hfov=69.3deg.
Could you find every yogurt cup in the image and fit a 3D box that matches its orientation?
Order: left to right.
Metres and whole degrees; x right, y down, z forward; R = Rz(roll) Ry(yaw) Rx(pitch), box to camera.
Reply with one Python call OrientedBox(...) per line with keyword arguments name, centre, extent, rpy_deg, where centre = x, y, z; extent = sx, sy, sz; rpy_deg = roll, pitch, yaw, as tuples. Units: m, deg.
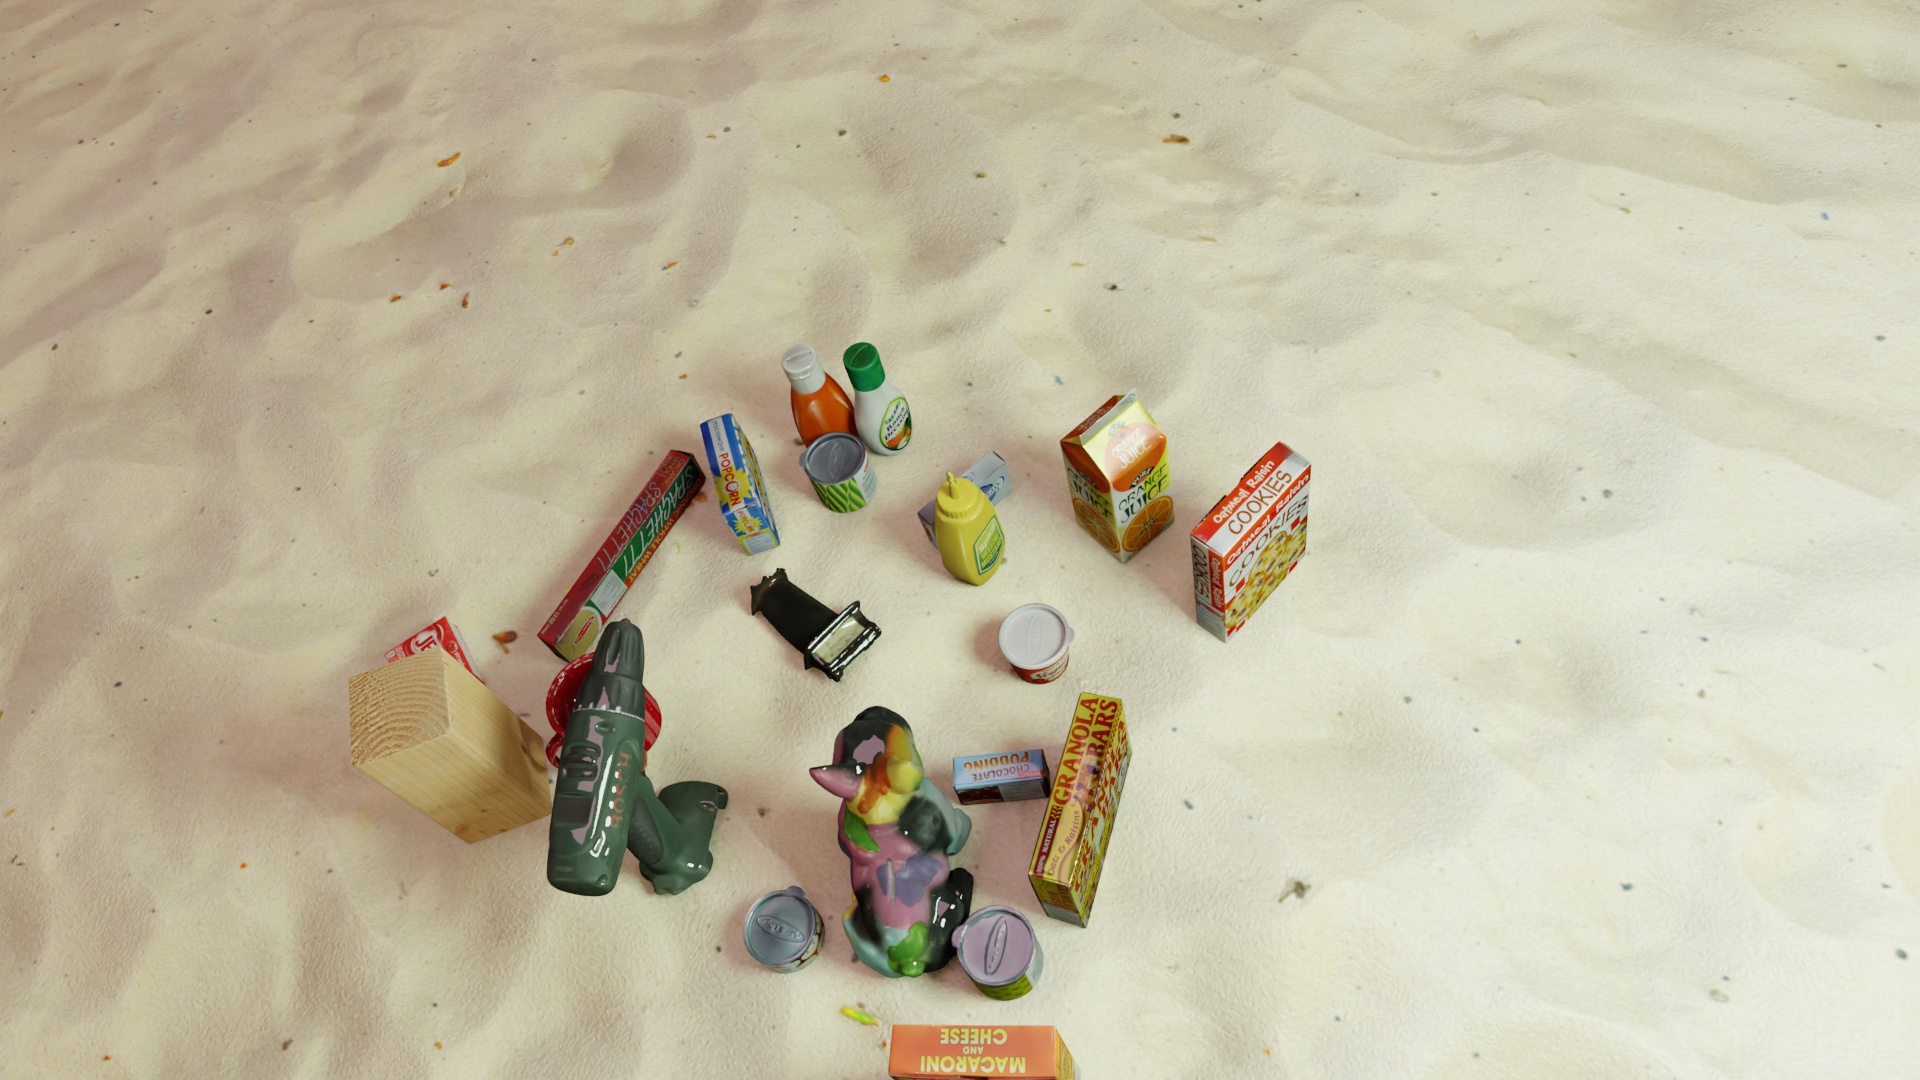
OrientedBox(name="yogurt cup", centre=(0.072, 0.100, 1.307), extent=(0.072, 0.053, 0.073), rpy_deg=(-5, 58, 9))

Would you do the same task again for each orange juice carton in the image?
OrientedBox(name="orange juice carton", centre=(0.148, -0.066, 1.311), extent=(0.072, 0.191, 0.073), rpy_deg=(-40, 60, -12))

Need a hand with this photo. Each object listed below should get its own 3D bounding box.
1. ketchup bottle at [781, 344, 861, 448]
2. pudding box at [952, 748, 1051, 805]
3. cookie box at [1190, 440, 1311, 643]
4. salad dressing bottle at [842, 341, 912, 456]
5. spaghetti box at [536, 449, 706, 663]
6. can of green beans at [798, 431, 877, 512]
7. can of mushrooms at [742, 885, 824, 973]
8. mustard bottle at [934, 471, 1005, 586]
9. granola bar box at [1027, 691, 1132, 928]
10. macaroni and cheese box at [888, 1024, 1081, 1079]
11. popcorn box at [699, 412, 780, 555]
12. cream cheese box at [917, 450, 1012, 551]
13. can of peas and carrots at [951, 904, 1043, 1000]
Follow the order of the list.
OrientedBox(name="ketchup bottle", centre=(-0.148, -0.144, 1.447), extent=(0.065, 0.148, 0.044), rpy_deg=(-21, 57, -1))
OrientedBox(name="pudding box", centre=(0.037, 0.213, 1.248), extent=(0.084, 0.049, 0.030), rpy_deg=(-7, 58, 7))
OrientedBox(name="cookie box", centre=(0.263, 0.004, 1.260), extent=(0.040, 0.166, 0.123), rpy_deg=(36, 72, 28))
OrientedBox(name="salad dressing bottle", centre=(-0.087, -0.146, 1.436), extent=(0.044, 0.147, 0.064), rpy_deg=(26, 68, 24))
OrientedBox(name="spaghetti box", centre=(-0.350, 0.014, 1.450), extent=(0.029, 0.050, 0.251), rpy_deg=(21, 65, 22))
OrientedBox(name="can of green beans", centre=(-0.125, -0.071, 1.451), extent=(0.071, 0.057, 0.071), rpy_deg=(-5, 58, 9))
OrientedBox(name="can of mushrooms", centre=(-0.153, 0.341, 1.219), extent=(0.071, 0.033, 0.071), rpy_deg=(-5, 58, 9))
OrientedBox(name="mustard bottle", centre=(0.005, -0.017, 1.330), extent=(0.049, 0.159, 0.065), rpy_deg=(24, 67, 24))
OrientedBox(name="granola bar box", centre=(0.104, 0.229, 1.180), extent=(0.039, 0.123, 0.166), rpy_deg=(10, 62, 18))
OrientedBox(name="macaroni and cheese box", centre=(0.023, 0.408, 1.063), extent=(0.124, 0.165, 0.040), rpy_deg=(-3, 59, 10))
OrientedBox(name="popcorn box", centre=(-0.230, -0.059, 1.449), extent=(0.038, 0.085, 0.127), rpy_deg=(-20, 57, 0))
OrientedBox(name="cream cheese box", centre=(0.005, -0.040, 1.408), extent=(0.104, 0.053, 0.024), rpy_deg=(-41, 60, -13))
OrientedBox(name="can of peas and carrots", centre=(0.032, 0.346, 1.163), extent=(0.071, 0.058, 0.071), rpy_deg=(-5, 58, 9))
